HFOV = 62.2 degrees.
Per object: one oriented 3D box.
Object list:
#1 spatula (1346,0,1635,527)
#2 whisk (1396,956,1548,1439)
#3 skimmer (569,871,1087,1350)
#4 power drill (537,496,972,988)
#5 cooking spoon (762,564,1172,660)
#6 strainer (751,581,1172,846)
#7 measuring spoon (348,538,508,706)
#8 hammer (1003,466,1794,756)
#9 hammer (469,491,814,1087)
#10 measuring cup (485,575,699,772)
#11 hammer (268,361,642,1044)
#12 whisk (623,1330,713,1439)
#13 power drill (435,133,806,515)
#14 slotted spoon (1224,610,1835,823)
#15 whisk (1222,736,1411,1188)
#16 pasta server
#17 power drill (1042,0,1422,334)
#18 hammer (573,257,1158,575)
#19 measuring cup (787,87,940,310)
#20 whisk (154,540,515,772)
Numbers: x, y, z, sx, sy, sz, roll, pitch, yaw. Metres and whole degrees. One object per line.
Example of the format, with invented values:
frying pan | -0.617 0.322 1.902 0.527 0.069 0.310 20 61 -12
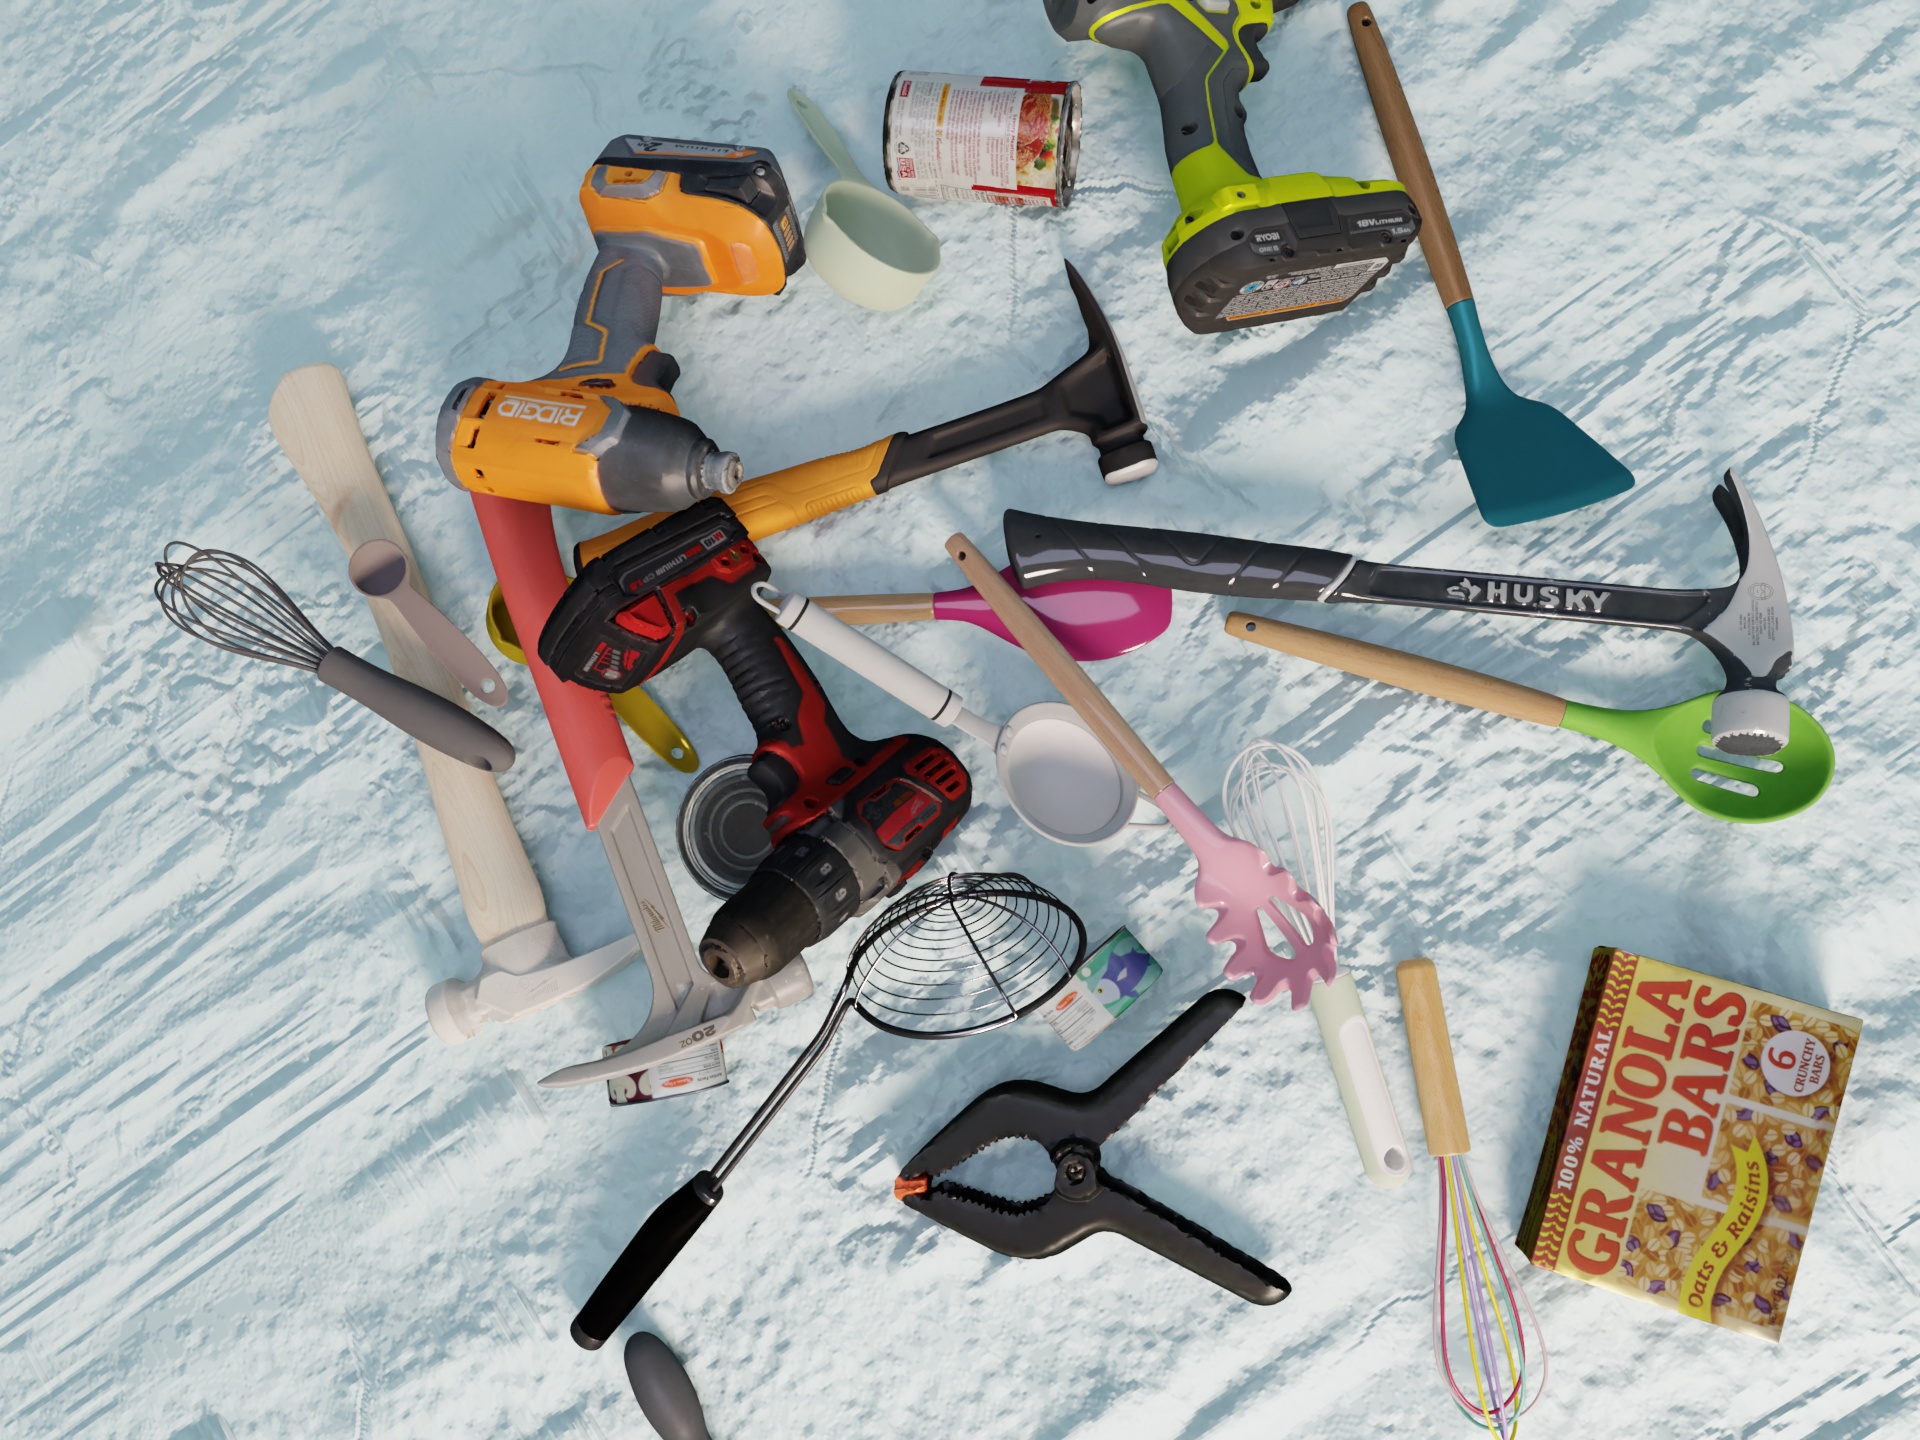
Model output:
spatula | 0.268 -0.254 0.863 0.082 0.044 0.317 -16 81 -2
whisk | 0.258 0.246 0.826 0.047 0.051 0.245 -3 78 -26
skimmer | -0.078 0.223 0.863 0.090 0.127 0.363 33 104 -22
power drill | -0.116 0.013 0.824 0.227 0.188 0.080 49 137 1
cooking spoon | -0.040 -0.064 0.905 0.319 0.017 0.069 -2 85 8
strainer | -0.001 -0.003 0.847 0.258 0.050 0.087 32 53 -15
measuring spoon | -0.302 -0.054 0.914 0.034 0.018 0.124 -43 87 -5
hammer | 0.222 -0.078 0.845 0.409 0.036 0.149 7 71 10
hammer | -0.211 0.011 0.865 0.149 0.036 0.359 -20 78 -15
measuring cup | -0.212 -0.023 0.924 0.156 0.029 0.062 46 57 -3
hammer | -0.305 -0.028 0.934 0.146 0.038 0.411 -24 82 4
whisk | -0.107 0.458 0.852 0.070 0.070 0.285 -35 77 4
power drill | -0.164 -0.208 0.861 0.164 0.084 0.227 12 63 17
slotted spoon | 0.295 -0.013 0.847 0.314 0.031 0.070 16 87 12
whisk | 0.192 0.127 0.841 0.058 0.059 0.246 -16 87 -21
pasta server | 0.088 0.017 0.842 0.060 0.040 0.316 -45 74 20
power drill | 0.155 -0.333 0.858 0.171 0.080 0.223 -14 80 -19
hammer | -0.065 -0.147 0.909 0.337 0.034 0.127 -19 83 7
measuring cup | -0.072 -0.301 0.918 0.038 0.083 0.168 -51 56 37
whisk | -0.355 -0.034 0.900 0.239 0.055 0.055 29 90 4
